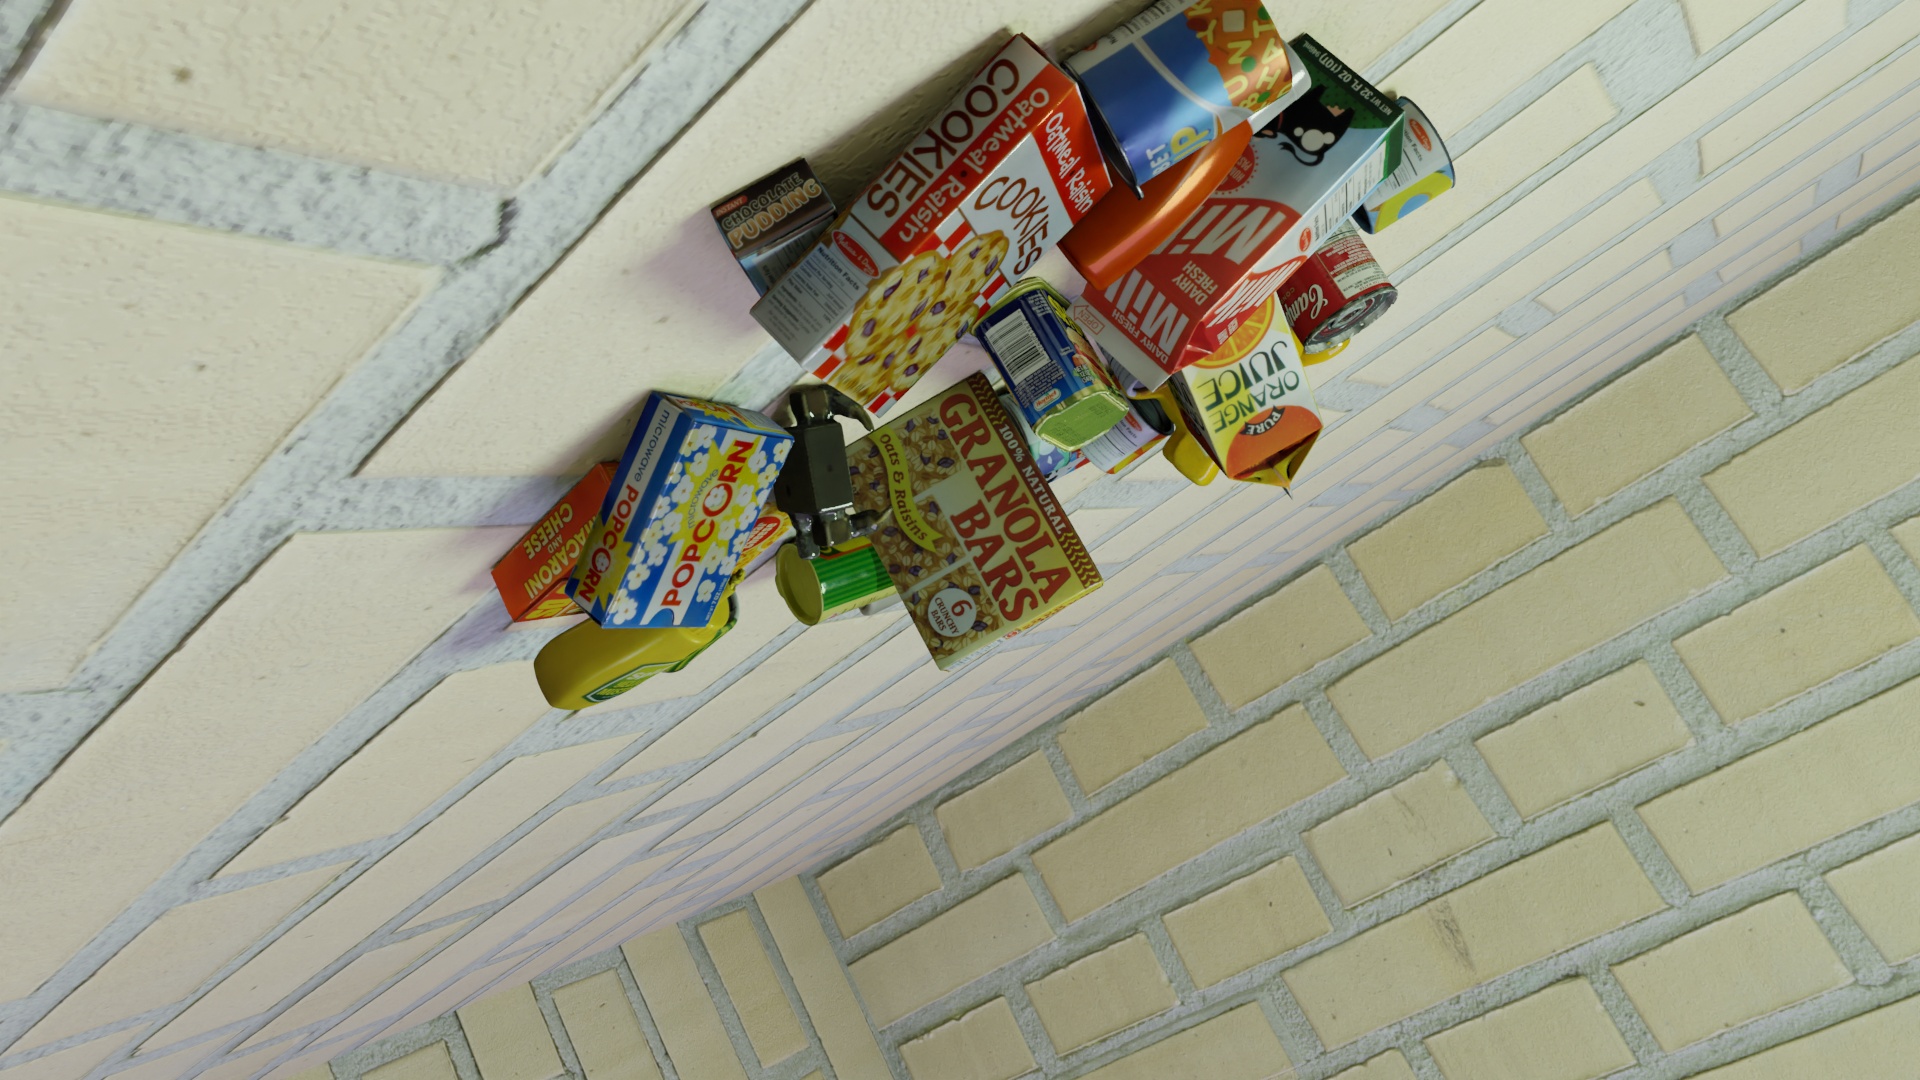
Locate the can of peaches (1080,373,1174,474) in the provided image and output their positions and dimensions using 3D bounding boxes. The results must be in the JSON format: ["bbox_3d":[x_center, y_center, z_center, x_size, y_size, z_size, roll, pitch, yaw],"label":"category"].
[{"bbox_3d":[0.126,-0.095,1.092,0.058,0.071,0.071,-37,164,28],"label":"can of peaches"}]

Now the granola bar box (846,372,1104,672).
[{"bbox_3d":[0.003,-0.012,0.940,0.124,0.166,0.039,-29,168,3],"label":"granola bar box"}]

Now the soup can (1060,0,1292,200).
[{"bbox_3d":[0.099,-0.207,0.629,0.084,0.071,0.071,-31,166,7],"label":"soup can"}]

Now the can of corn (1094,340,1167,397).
[{"bbox_3d":[0.131,-0.141,0.953,0.071,0.058,0.071,-27,166,-7],"label":"can of corn"}]

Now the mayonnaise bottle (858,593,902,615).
[{"bbox_3d":[-0.026,0.019,1.253,0.148,0.041,0.064,-25,167,-20],"label":"mayonnaise bottle"}]

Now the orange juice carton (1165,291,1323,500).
[{"bbox_3d":[0.170,-0.112,0.885,0.073,0.072,0.192,-29,125,2],"label":"orange juice carton"}]

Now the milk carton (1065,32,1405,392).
[{"bbox_3d":[0.148,-0.171,0.759,0.190,0.072,0.073,-46,164,5],"label":"milk carton"}]

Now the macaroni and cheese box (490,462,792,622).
[{"bbox_3d":[-0.185,-0.002,0.865,0.123,0.040,0.167,-38,163,31],"label":"macaroni and cheese box"}]

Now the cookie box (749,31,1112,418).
[{"bbox_3d":[-0.008,-0.139,0.645,0.167,0.040,0.123,-45,167,5],"label":"cookie box"}]

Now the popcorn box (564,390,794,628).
[{"bbox_3d":[-0.154,-0.015,0.765,0.085,0.038,0.126,6,114,-60],"label":"popcorn box"}]

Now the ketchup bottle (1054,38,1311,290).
[{"bbox_3d":[0.109,-0.197,0.710,0.148,0.065,0.043,-39,150,9],"label":"ketchup bottle"}]

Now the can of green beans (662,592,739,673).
[{"bbox_3d":[-0.198,0.051,0.975,0.057,0.071,0.071,-37,164,29],"label":"can of green beans"}]

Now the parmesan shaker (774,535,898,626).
[{"bbox_3d":[-0.085,0.019,1.091,0.103,0.071,0.071,-20,164,-33],"label":"parmesan shaker"}]

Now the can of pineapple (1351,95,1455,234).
[{"bbox_3d":[0.267,-0.234,0.872,0.058,0.071,0.071,-31,166,10],"label":"can of pineapple"}]

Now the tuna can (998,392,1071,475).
[{"bbox_3d":[0.049,-0.077,1.003,0.033,0.071,0.070,-23,165,-17],"label":"tuna can"}]

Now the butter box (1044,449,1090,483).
[{"bbox_3d":[0.107,-0.084,1.180,0.103,0.024,0.053,-27,167,-5],"label":"butter box"}]

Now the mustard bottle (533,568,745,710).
[{"bbox_3d":[-0.193,0.057,0.866,0.160,0.049,0.065,-28,169,26],"label":"mustard bottle"}]

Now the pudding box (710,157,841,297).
[{"bbox_3d":[-0.077,-0.133,0.634,0.050,0.030,0.083,-30,166,0],"label":"pudding box"}]
